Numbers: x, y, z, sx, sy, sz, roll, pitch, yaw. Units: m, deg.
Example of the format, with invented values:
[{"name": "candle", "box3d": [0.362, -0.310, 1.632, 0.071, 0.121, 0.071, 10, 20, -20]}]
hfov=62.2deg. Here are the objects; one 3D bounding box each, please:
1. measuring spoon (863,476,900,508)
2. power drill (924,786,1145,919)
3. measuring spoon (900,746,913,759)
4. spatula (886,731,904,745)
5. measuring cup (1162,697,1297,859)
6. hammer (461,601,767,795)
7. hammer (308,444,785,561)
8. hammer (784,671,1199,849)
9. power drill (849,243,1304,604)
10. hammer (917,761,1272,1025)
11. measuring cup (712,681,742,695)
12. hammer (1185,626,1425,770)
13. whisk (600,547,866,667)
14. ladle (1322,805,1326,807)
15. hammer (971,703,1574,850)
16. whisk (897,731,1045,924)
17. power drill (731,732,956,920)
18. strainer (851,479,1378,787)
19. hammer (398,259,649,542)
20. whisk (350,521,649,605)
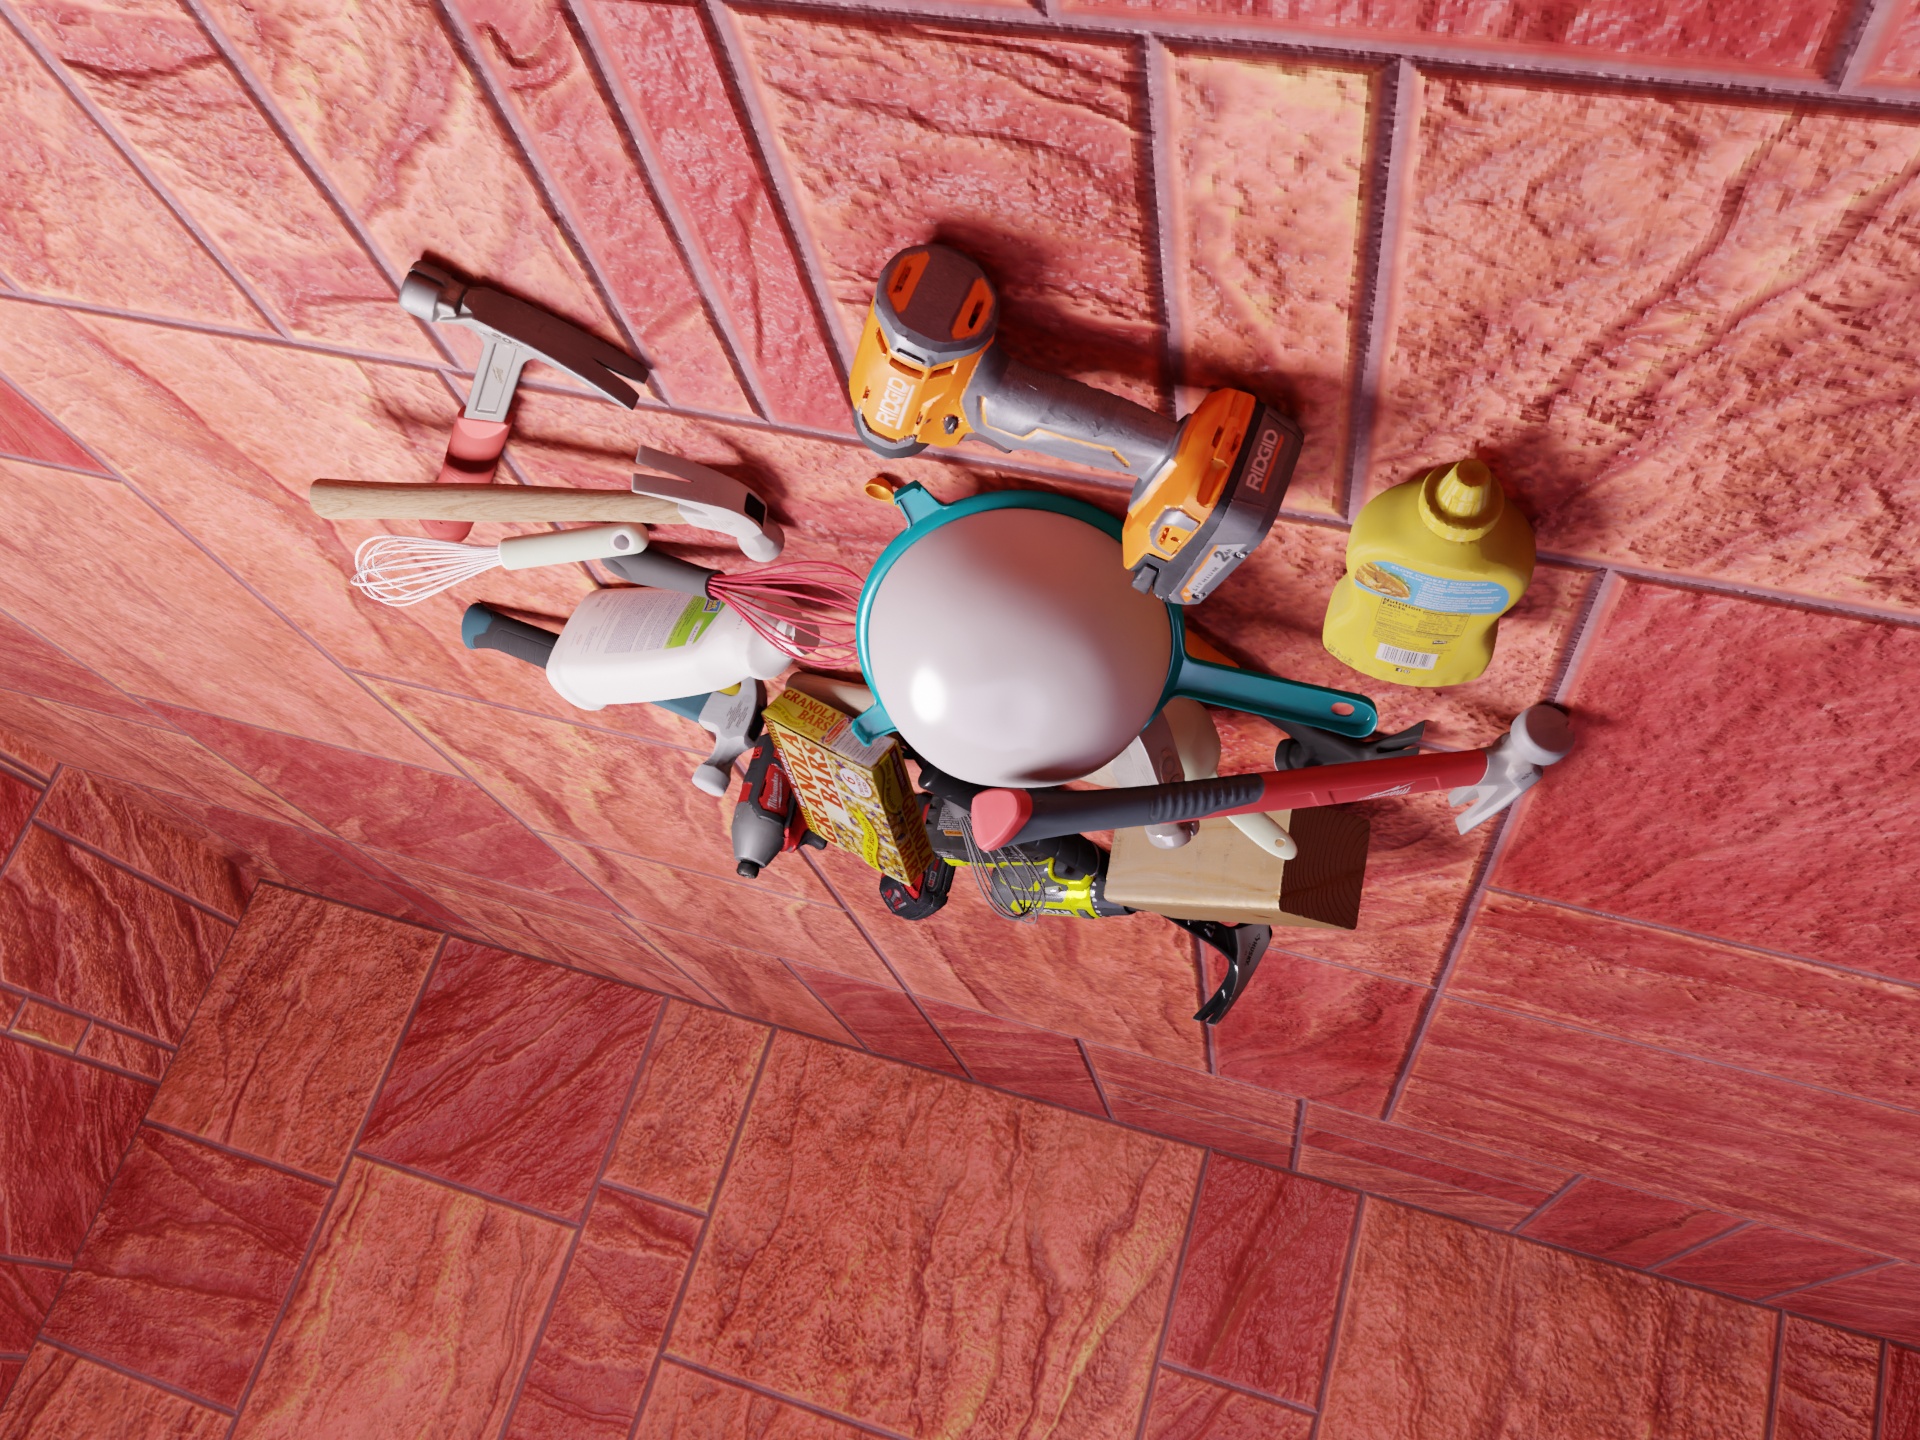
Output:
[{"name": "measuring spoon", "box3d": [-0.009, -0.132, 1.033, 0.116, 0.011, 0.021, 22, 159, -21]}, {"name": "power drill", "box3d": [0.087, 0.131, 1.520, 0.190, 0.080, 0.228, 0, 155, 32]}, {"name": "measuring spoon", "box3d": [-0.097, 0.004, 1.417, 0.128, 0.021, 0.042, 20, 152, 6]}, {"name": "spatula", "box3d": [0.035, 0.003, 1.320, 0.316, 0.018, 0.059, -7, 143, 47]}, {"name": "measuring cup", "box3d": [0.179, 0.040, 1.145, 0.168, 0.083, 0.038, 43, 171, 35]}, {"name": "hammer", "box3d": [-0.309, -0.042, 1.387, 0.331, 0.128, 0.033, 19, 161, 25]}, {"name": "hammer", "box3d": [-0.296, -0.150, 1.094, 0.331, 0.031, 0.130, 3, 166, 13]}, {"name": "hammer", "box3d": [-0.002, -0.004, 1.226, 0.411, 0.038, 0.146, 12, 135, 44]}, {"name": "power drill", "box3d": [0.048, -0.148, 0.847, 0.226, 0.084, 0.164, 25, 160, -5]}, {"name": "hammer", "box3d": [0.125, 0.134, 1.391, 0.408, 0.149, 0.036, 31, 165, -29]}, {"name": "measuring cup", "box3d": [-0.233, -0.026, 1.475, 0.062, 0.029, 0.156, 28, 169, -24]}, {"name": "hammer", "box3d": [0.161, -0.044, 1.073, 0.336, 0.034, 0.127, 29, 158, -26]}, {"name": "whisk", "box3d": [-0.165, -0.094, 1.160, 0.296, 0.073, 0.073, 17, 162, 36]}, {"name": "ladle", "box3d": [0.148, 0.051, 1.334, 0.315, 0.031, 0.069, 7, 161, 23]}, {"name": "hammer", "box3d": [0.194, 0.052, 1.033, 0.386, 0.038, 0.143, -6, 155, -14]}, {"name": "whisk", "box3d": [0.004, 0.077, 1.369, 0.055, 0.055, 0.239, -13, 112, 54]}, {"name": "power drill", "box3d": [-0.115, 0.112, 1.548, 0.219, 0.143, 0.078, 23, 156, -17]}, {"name": "strainer", "box3d": [0.097, -0.016, 0.988, 0.340, 0.095, 0.210, 12, 123, -1]}, {"name": "hammer", "box3d": [-0.325, -0.193, 1.104, 0.149, 0.037, 0.359, 25, 158, -16]}, {"name": "whisk", "box3d": [-0.353, -0.126, 1.213, 0.246, 0.059, 0.057, -6, 114, 12]}]
